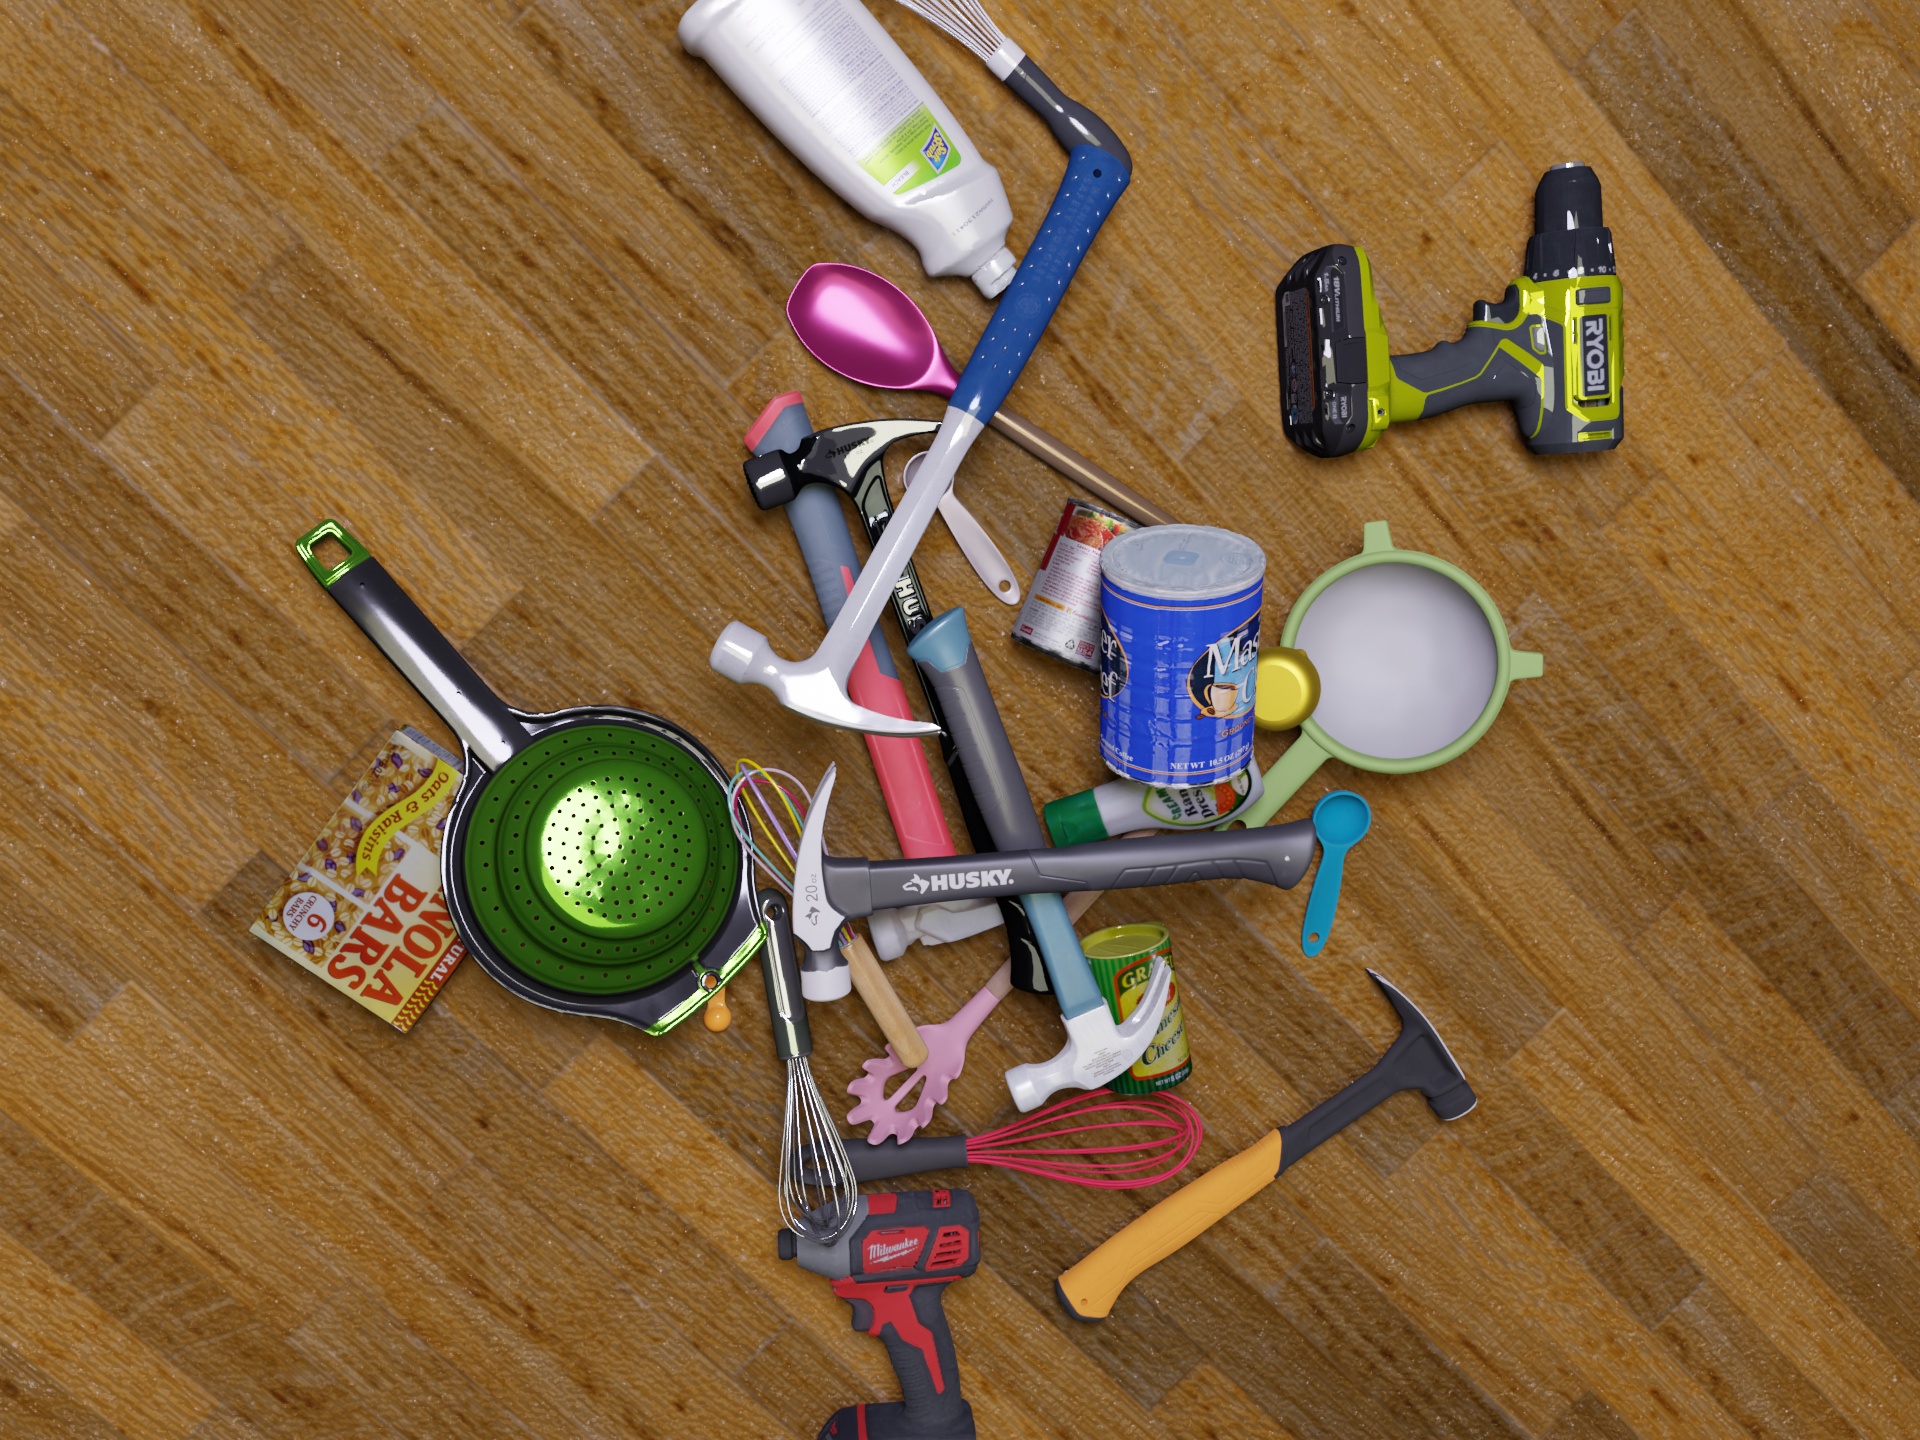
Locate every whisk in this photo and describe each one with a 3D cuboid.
[{"bbox_3d":[0.004,-0.444,1.014,0.284,0.070,0.070,40,92,-15],"label":"whisk"},{"bbox_3d":[0.024,0.302,1.127,0.296,0.073,0.073,-6,99,1],"label":"whisk"},{"bbox_3d":[-0.111,0.236,1.088,0.057,0.059,0.246,-9,86,-29],"label":"whisk"},{"bbox_3d":[-0.086,0.131,1.063,0.047,0.051,0.245,-22,104,29],"label":"whisk"}]

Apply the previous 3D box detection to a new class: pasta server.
[{"bbox_3d":[0.040,0.172,1.116,0.060,0.040,0.316,43,90,12],"label":"pasta server"}]

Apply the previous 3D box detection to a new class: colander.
[{"bbox_3d":[-0.275,0.023,1.003,0.204,0.094,0.397,-43,96,-21],"label":"colander"}]

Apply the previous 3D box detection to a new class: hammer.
[{"bbox_3d":[0.004,-0.176,0.989,0.144,0.035,0.405,28,81,-1],"label":"hammer"},{"bbox_3d":[-0.002,-0.003,1.051,0.149,0.036,0.409,-22,101,-7],"label":"hammer"},{"bbox_3d":[-0.046,-0.036,1.075,0.143,0.038,0.386,-19,100,-5],"label":"hammer"},{"bbox_3d":[0.040,0.087,1.035,0.128,0.033,0.331,-22,100,-3],"label":"hammer"},{"bbox_3d":[0.060,0.089,1.003,0.334,0.035,0.146,-5,100,-5],"label":"hammer"},{"bbox_3d":[0.208,0.322,1.159,0.337,0.034,0.127,-35,101,0],"label":"hammer"}]

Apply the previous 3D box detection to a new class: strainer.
[{"bbox_3d":[0.267,-0.005,1.107,0.151,0.069,0.256,43,111,9],"label":"strainer"}]

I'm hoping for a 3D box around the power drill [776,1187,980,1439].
[{"bbox_3d":[-0.056,0.444,1.129,0.143,0.078,0.219,-2,96,-6],"label":"power drill"}]

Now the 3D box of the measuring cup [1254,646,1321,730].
[{"bbox_3d":[0.172,-0.048,1.079,0.156,0.029,0.062,34,109,9],"label":"measuring cup"}]

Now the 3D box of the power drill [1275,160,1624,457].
[{"bbox_3d":[0.334,-0.269,1.065,0.228,0.080,0.190,-7,99,-8],"label":"power drill"}]

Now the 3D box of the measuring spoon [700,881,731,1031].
[{"bbox_3d":[-0.172,0.161,1.103,0.021,0.011,0.117,-4,99,-6],"label":"measuring spoon"}]

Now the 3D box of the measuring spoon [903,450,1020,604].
[{"bbox_3d":[0.003,-0.130,1.082,0.034,0.018,0.124,-36,107,0],"label":"measuring spoon"}]

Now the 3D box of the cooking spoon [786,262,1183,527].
[{"bbox_3d":[0.026,-0.203,1.069,0.318,0.017,0.069,32,90,-9],"label":"cooking spoon"}]

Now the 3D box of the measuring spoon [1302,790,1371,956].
[{"bbox_3d":[0.263,0.109,1.146,0.042,0.021,0.128,7,107,-7],"label":"measuring spoon"}]
